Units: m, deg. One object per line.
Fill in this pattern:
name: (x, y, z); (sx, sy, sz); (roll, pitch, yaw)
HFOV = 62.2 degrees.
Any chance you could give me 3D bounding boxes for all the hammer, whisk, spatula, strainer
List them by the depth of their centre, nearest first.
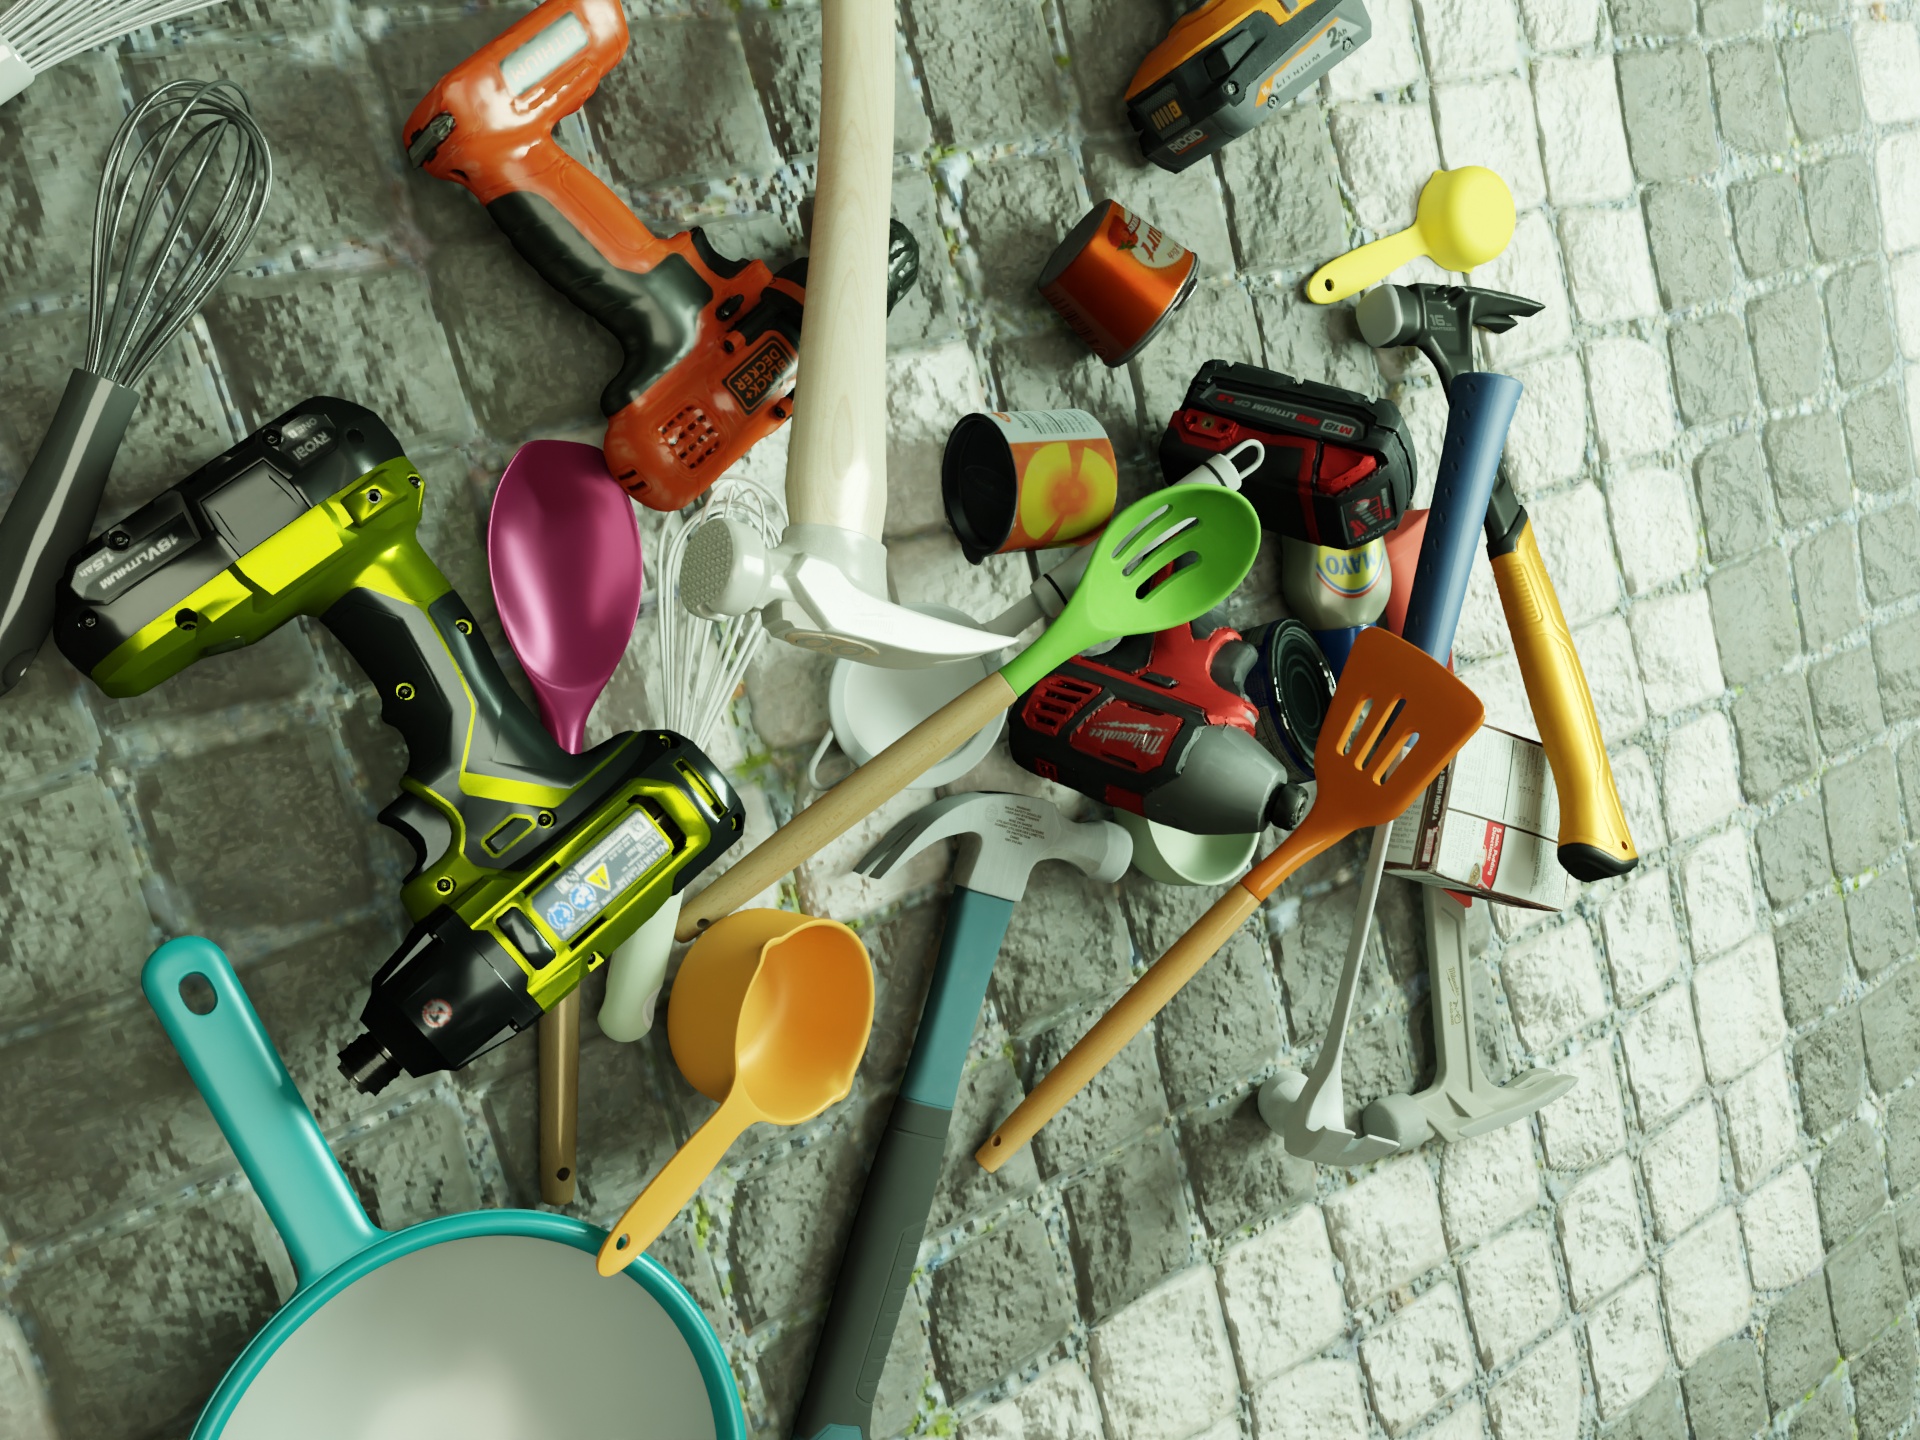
whisk: (-0.313, -0.250, 0.557); (0.284, 0.070, 0.070); (-46, 112, -16)
whisk: (-0.306, -0.120, 0.568); (0.055, 0.055, 0.239); (22, 84, -28)
strainer: (-0.224, 0.238, 0.604); (0.211, 0.095, 0.340); (-29, 93, -34)
hammer: (-0.038, -0.224, 0.670); (0.146, 0.038, 0.411); (13, 71, -40)
whisk: (-0.119, 0.015, 0.678); (0.059, 0.058, 0.246); (11, 86, 6)
strainer: (0.034, -0.051, 0.730); (0.258, 0.050, 0.086); (-35, 111, -2)
hammer: (-0.019, 0.191, 0.741); (0.128, 0.033, 0.331); (19, 83, -25)
spatula: (0.117, 0.096, 0.760); (0.322, 0.081, 0.041); (-46, 139, 3)
hammer: (0.222, 0.024, 0.800); (0.035, 0.144, 0.405); (13, 88, -1)
hammer: (0.310, -0.080, 0.868); (0.127, 0.034, 0.337); (-7, 78, -33)
hammer: (0.280, 0.059, 0.908); (0.149, 0.037, 0.359); (-9, 96, -29)

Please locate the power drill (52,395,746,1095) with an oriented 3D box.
power drill: (-0.210, 0.011, 0.585); (0.171, 0.080, 0.223); (-43, 101, -22)

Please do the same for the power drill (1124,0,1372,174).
power drill: (0.082, -0.386, 0.762); (0.164, 0.084, 0.226); (-41, 106, -22)

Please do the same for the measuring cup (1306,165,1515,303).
measuring cup: (0.254, -0.266, 0.887); (0.156, 0.029, 0.062); (-31, 106, -27)

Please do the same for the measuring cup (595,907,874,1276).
measuring cup: (-0.106, 0.150, 0.659); (0.174, 0.052, 0.095); (-49, 133, -34)

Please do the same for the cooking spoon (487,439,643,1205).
cooking spoon: (-0.167, 0.043, 0.665); (0.068, 0.017, 0.319); (0, 91, -38)

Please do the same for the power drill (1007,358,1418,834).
power drill: (0.129, -0.052, 0.758); (0.220, 0.143, 0.078); (-62, 153, -12)

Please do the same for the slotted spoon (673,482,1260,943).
slotted spoon: (-0.001, -0.002, 0.700); (0.314, 0.031, 0.070); (-37, 125, -2)

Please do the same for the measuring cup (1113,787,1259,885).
measuring cup: (0.112, 0.003, 0.816); (0.083, 0.038, 0.168); (7, 75, -32)
